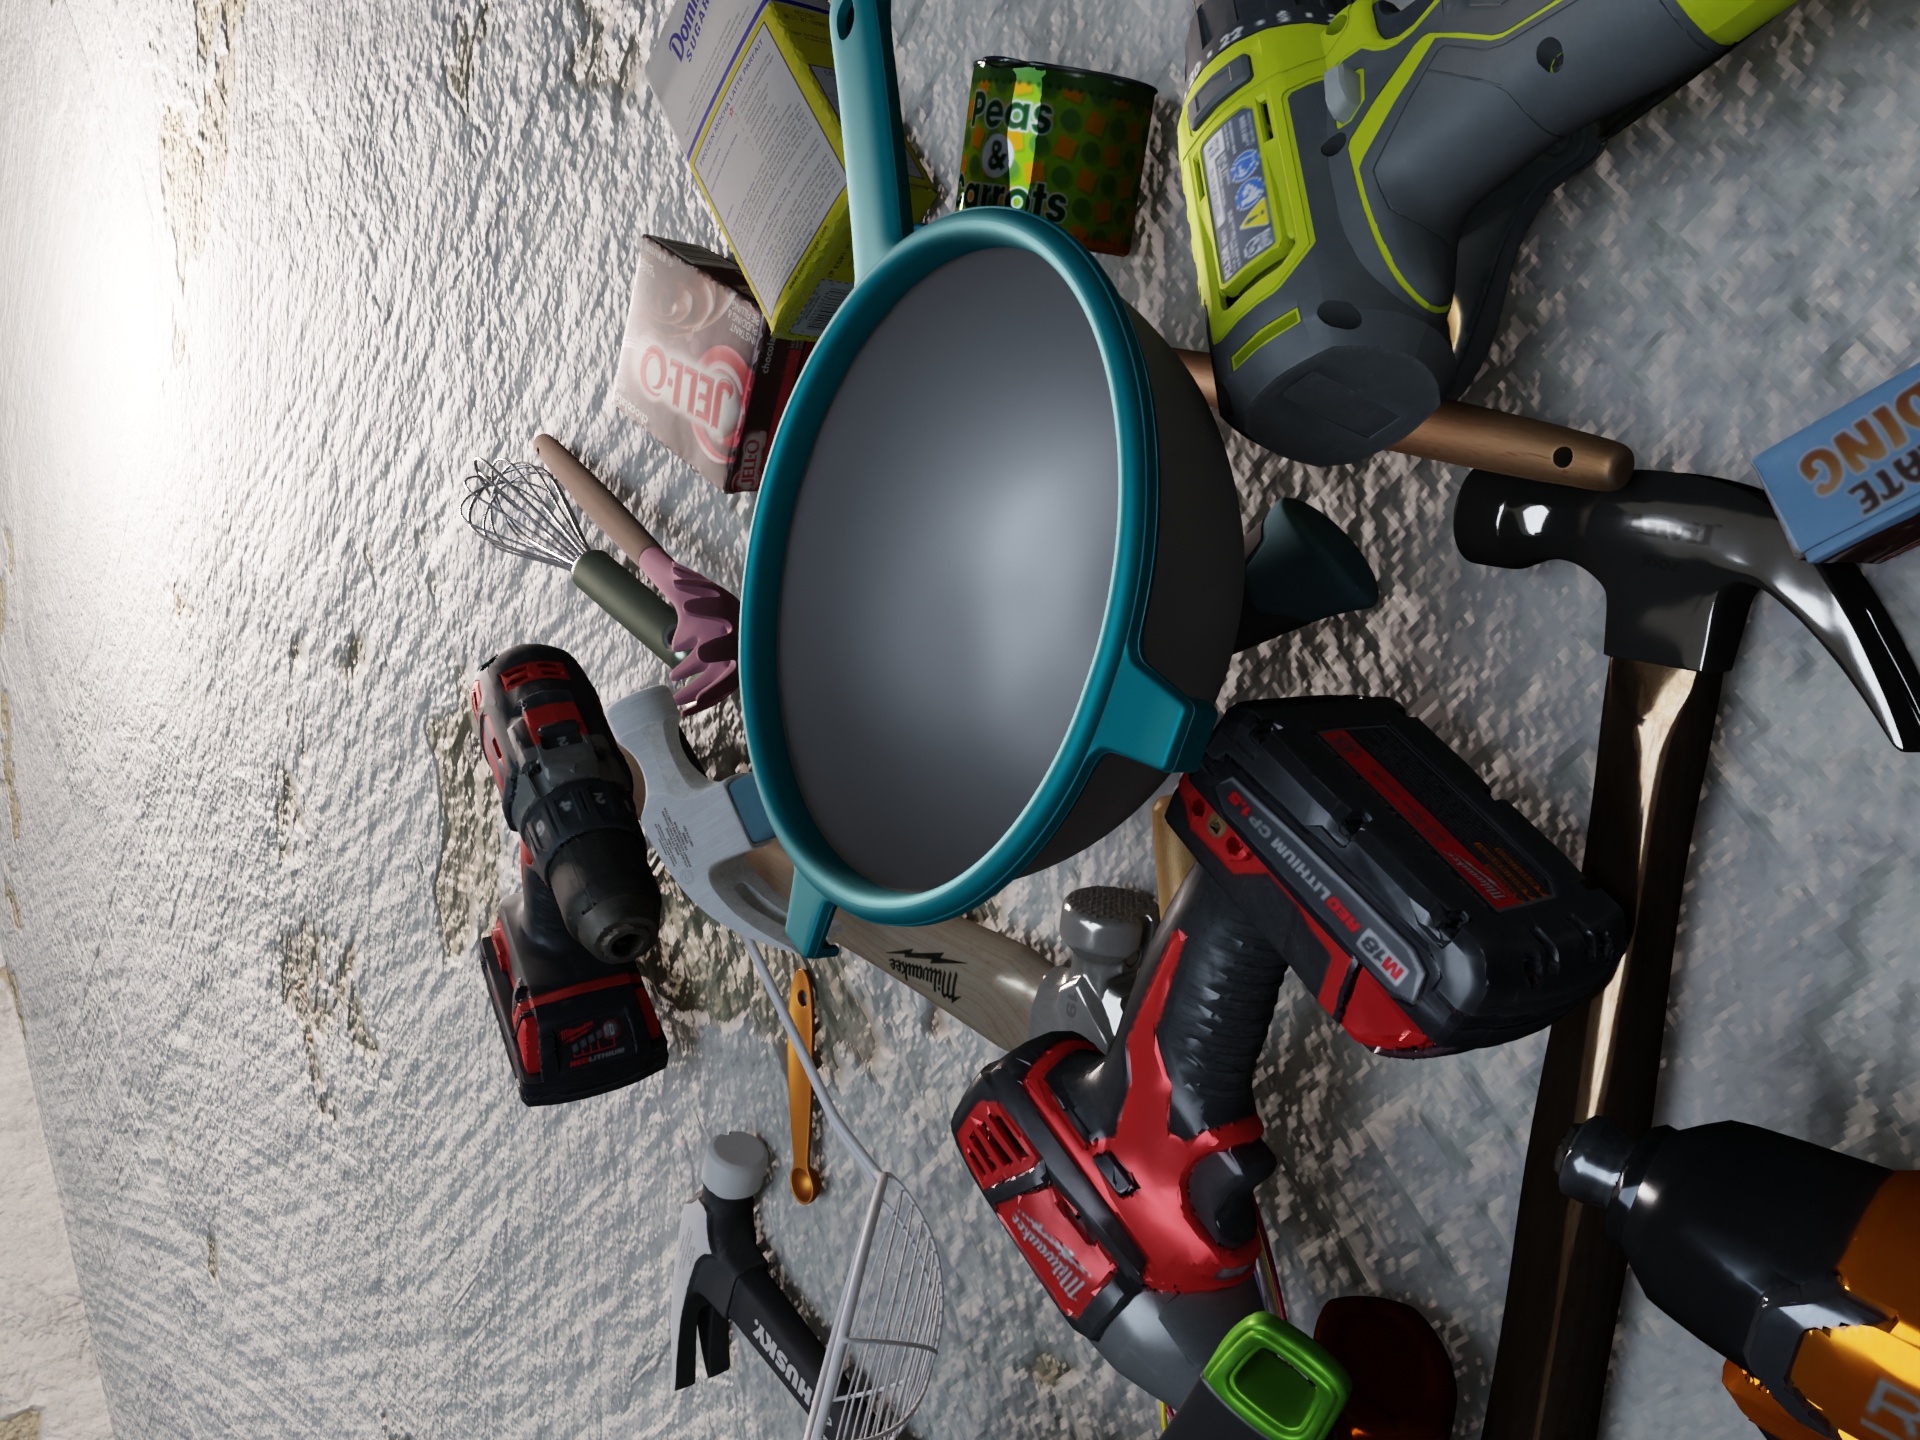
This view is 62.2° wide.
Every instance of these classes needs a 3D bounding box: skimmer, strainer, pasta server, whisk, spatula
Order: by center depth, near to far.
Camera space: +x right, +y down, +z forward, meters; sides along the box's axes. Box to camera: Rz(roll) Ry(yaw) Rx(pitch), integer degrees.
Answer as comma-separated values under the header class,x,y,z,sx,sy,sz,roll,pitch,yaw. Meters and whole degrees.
class,x,y,z,sx,sy,sz,roll,pitch,yaw
strainer,0.012,-0.100,0.516,0.211,0.095,0.341,-34,56,48
spatula,0.077,-0.113,0.533,0.318,0.044,0.082,28,115,51
whisk,0.086,0.148,0.562,0.051,0.047,0.245,57,-152,-83
skimmer,-0.103,0.143,0.697,0.364,0.090,0.127,61,158,25
pasta server,-0.174,-0.092,0.813,0.317,0.040,0.060,42,134,48
whisk,-0.210,-0.087,0.886,0.247,0.058,0.059,37,156,37

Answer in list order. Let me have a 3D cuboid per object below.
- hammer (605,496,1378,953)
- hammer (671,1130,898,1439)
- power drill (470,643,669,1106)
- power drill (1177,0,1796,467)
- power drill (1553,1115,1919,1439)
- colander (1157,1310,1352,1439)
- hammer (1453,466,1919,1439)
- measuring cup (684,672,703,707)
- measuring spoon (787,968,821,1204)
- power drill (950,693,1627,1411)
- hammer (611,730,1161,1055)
class,x,y,z,sx,sy,sz,roll,pitch,yaw
hammer,-0.001,-0.002,0.600,0.331,0.033,0.128,-23,89,34
hammer,-0.039,0.351,0.744,0.335,0.035,0.146,36,120,41
power drill,-0.192,0.097,0.798,0.188,0.080,0.226,56,149,41
power drill,0.146,-0.199,0.414,0.228,0.080,0.191,-33,50,45
power drill,0.204,0.204,0.376,0.164,0.084,0.226,25,123,38
colander,0.027,0.326,0.519,0.205,0.094,0.396,33,132,19
hammer,0.186,0.096,0.455,0.130,0.031,0.331,17,108,47
measuring cup,-0.087,-0.026,0.756,0.167,0.038,0.083,-18,77,58
measuring spoon,-0.075,0.180,0.786,0.021,0.011,0.117,1,92,49
power drill,0.087,0.111,0.481,0.143,0.078,0.219,51,128,33
hammer,-0.069,0.088,0.747,0.411,0.038,0.146,22,112,46
